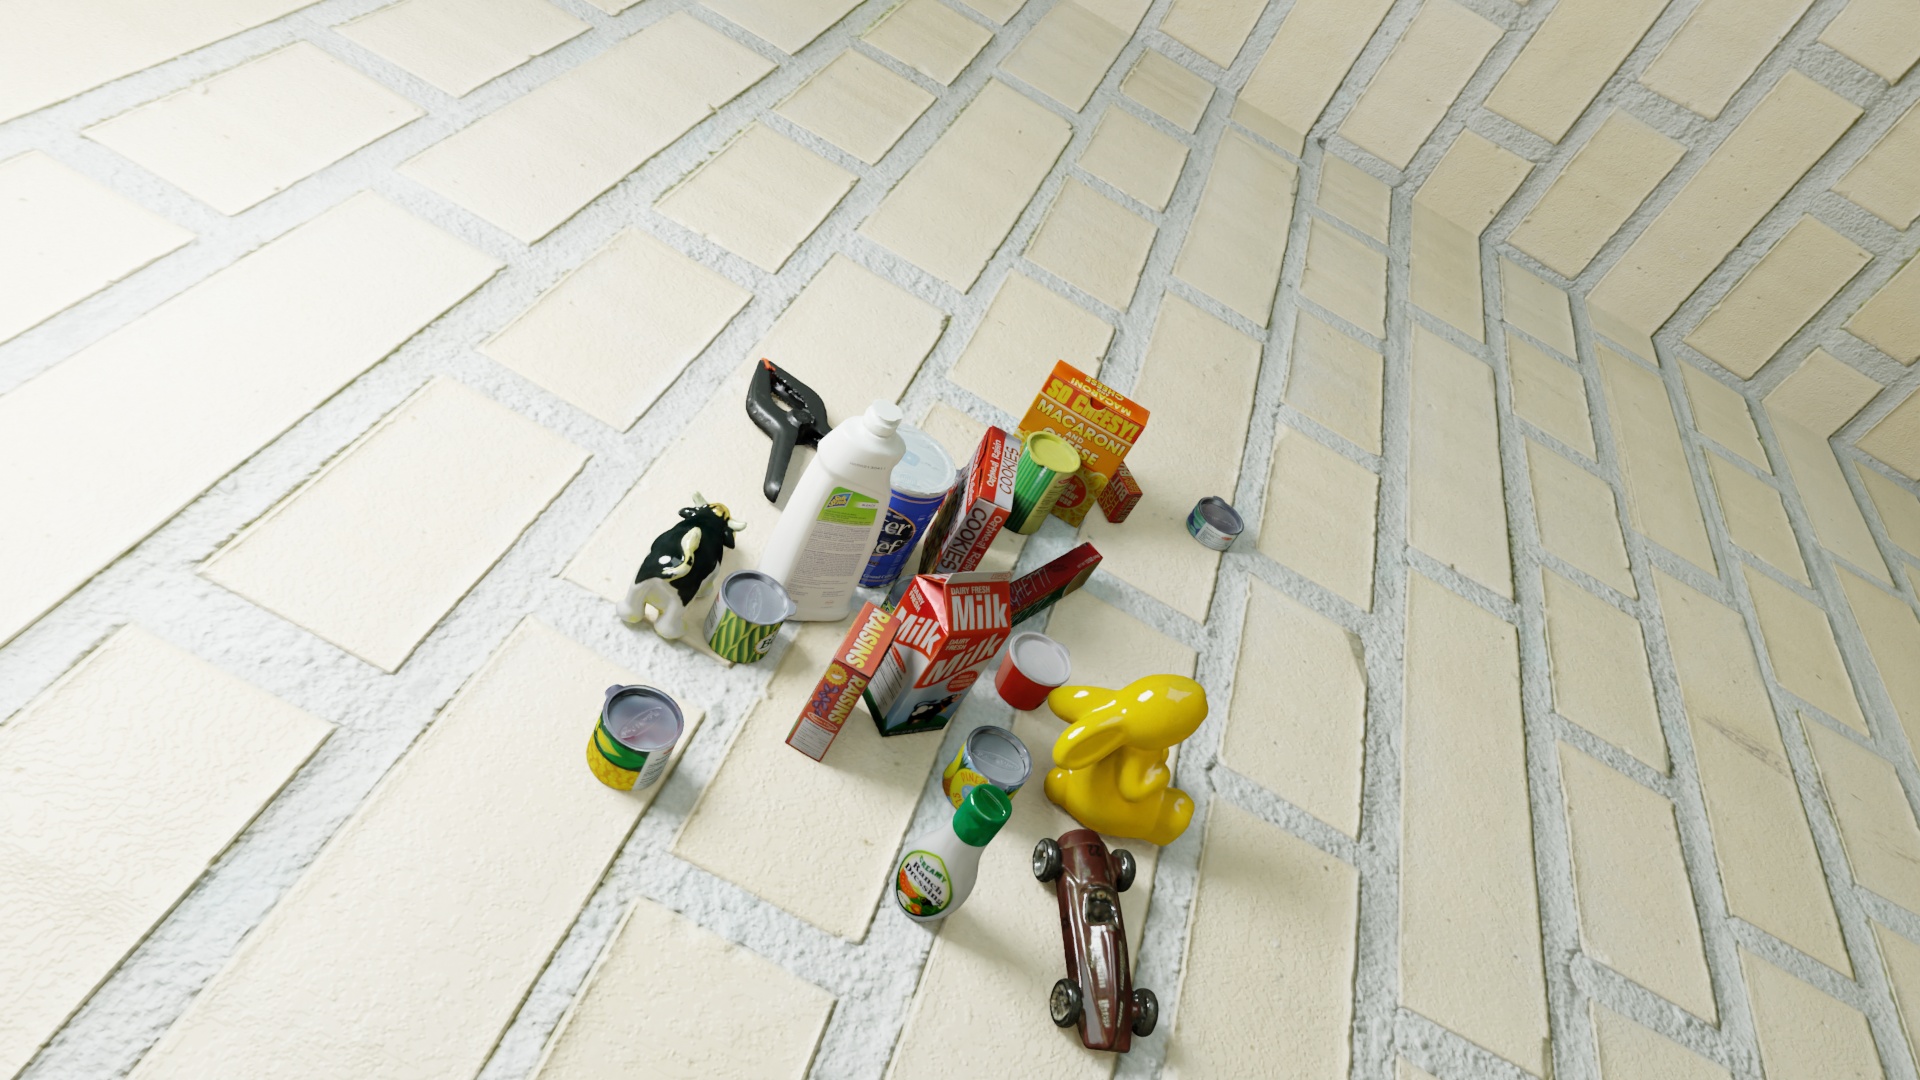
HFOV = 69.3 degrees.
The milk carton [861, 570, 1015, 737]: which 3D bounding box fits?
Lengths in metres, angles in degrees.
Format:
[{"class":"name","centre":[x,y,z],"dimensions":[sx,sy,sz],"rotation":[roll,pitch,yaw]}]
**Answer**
[{"class":"milk carton","centre":[-0.019,0.091,1.261],"dimensions":[0.072,0.189,0.074],"rotation":[-2,48,-36]}]

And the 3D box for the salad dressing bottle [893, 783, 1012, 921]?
[{"class":"salad dressing bottle","centre":[-0.006,0.252,1.125],"dimensions":[0.064,0.146,0.044],"rotation":[45,39,18]}]

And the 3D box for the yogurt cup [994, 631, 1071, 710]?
[{"class":"yogurt cup","centre":[0.069,0.133,1.387],"dimensions":[0.072,0.053,0.073],"rotation":[19,39,-16]}]

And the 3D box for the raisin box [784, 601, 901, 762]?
[{"class":"raisin box","centre":[-0.103,0.125,1.222],"dimensions":[0.040,0.122,0.086],"rotation":[30,37,-1]}]

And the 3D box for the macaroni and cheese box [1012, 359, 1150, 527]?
[{"class":"macaroni and cheese box","centre":[0.124,-0.109,1.603],"dimensions":[0.124,0.165,0.040],"rotation":[30,37,-2]}]

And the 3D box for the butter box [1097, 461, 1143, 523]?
[{"class":"butter box","centre":[0.182,-0.075,1.697],"dimensions":[0.024,0.052,0.104],"rotation":[3,46,-32]}]

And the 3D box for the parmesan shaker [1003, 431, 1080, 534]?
[{"class":"parmesan shaker","centre":[0.081,-0.064,1.575],"dimensions":[0.071,0.102,0.072],"rotation":[19,39,-16]}]

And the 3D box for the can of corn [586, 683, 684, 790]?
[{"class":"can of corn","centre":[-0.266,0.159,1.126],"dimensions":[0.071,0.058,0.071],"rotation":[19,39,-16]}]

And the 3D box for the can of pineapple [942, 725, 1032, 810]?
[{"class":"can of pineapple","centre":[0.023,0.213,1.262],"dimensions":[0.071,0.057,0.071],"rotation":[19,39,-16]}]

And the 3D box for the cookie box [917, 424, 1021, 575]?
[{"class":"cookie box","centre":[0.005,-0.018,1.419],"dimensions":[0.040,0.166,0.123],"rotation":[23,38,-11]}]

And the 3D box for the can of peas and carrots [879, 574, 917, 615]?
[{"class":"can of peas and carrots","centre":[-0.050,0.077,1.364],"dimensions":[0.071,0.058,0.071],"rotation":[19,39,-16]}]

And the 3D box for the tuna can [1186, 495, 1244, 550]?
[{"class":"tuna can","centre":[0.320,-0.022,1.748],"dimensions":[0.071,0.032,0.071],"rotation":[19,39,-16]}]

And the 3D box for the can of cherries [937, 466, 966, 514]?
[{"class":"can of cherries","centre":[0.013,-0.042,1.541],"dimensions":[0.071,0.058,0.072],"rotation":[19,39,-16]}]

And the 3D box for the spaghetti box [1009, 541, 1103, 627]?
[{"class":"spaghetti box","centre":[0.065,0.062,1.466],"dimensions":[0.029,0.050,0.251],"rotation":[45,39,17]}]

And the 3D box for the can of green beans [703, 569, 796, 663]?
[{"class":"can of green beans","centre":[-0.196,0.070,1.274],"dimensions":[0.071,0.057,0.071],"rotation":[19,39,-16]}]
